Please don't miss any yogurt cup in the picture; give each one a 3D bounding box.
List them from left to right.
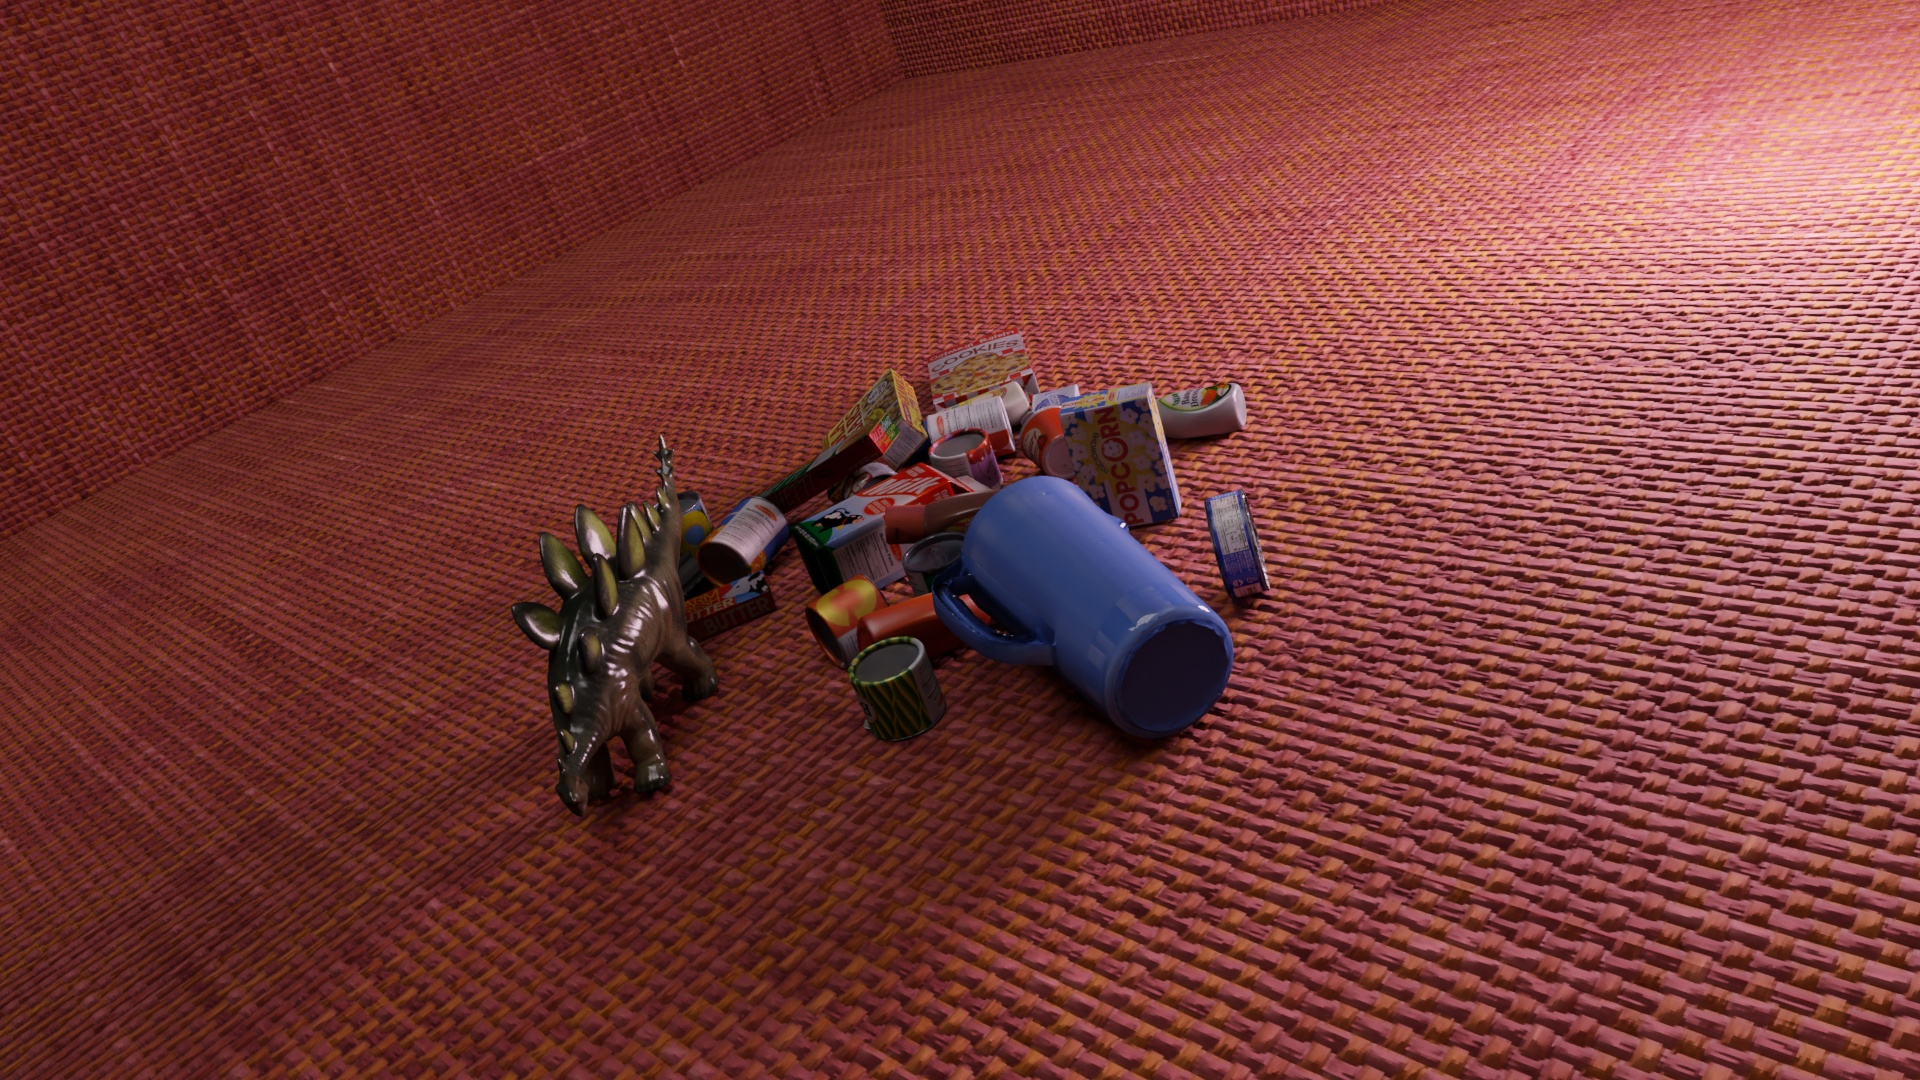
[{"bbox_3d":[0.100,-0.097,1.424,0.072,0.072,0.054,-22,35,-5],"label":"yogurt cup"}]

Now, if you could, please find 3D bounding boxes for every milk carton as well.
[{"bbox_3d":[-0.061,-0.015,1.363,0.191,0.073,0.072,-27,28,-16],"label":"milk carton"}]

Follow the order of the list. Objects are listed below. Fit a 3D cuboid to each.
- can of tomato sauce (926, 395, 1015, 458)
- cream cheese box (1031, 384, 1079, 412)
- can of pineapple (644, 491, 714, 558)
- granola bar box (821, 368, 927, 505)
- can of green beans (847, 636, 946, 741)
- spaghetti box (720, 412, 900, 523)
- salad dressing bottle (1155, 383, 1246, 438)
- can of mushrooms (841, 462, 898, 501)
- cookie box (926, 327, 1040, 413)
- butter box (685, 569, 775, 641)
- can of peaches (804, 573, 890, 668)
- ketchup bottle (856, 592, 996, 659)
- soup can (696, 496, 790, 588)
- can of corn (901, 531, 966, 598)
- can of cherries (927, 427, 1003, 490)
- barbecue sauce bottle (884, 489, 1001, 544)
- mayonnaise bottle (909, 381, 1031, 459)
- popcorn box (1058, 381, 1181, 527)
[{"bbox_3d":[0.012,-0.115,1.513,0.083,0.071,0.071,-16,27,7],"label":"can of tomato sauce"},{"bbox_3d":[0.106,-0.137,1.535,0.053,0.024,0.104,-13,28,12],"label":"cream cheese box"},{"bbox_3d":[-0.311,-0.013,1.542,0.071,0.057,0.071,-16,27,8],"label":"can of pineapple"},{"bbox_3d":[-0.099,-0.112,1.553,0.124,0.039,0.166,-45,23,13],"label":"granola bar box"},{"bbox_3d":[-0.052,0.119,1.125,0.071,0.057,0.071,-16,27,8],"label":"can of green beans"},{"bbox_3d":[-0.165,-0.062,1.476,0.249,0.028,0.050,-28,18,36],"label":"spaghetti box"},{"bbox_3d":[0.215,-0.128,1.423,0.147,0.043,0.064,-7,31,24],"label":"salad dressing bottle"},{"bbox_3d":[-0.088,-0.043,1.447,0.071,0.070,0.033,-28,29,-17],"label":"can of mushrooms"},{"bbox_3d":[0.025,-0.199,1.686,0.123,0.040,0.168,-17,27,4],"label":"cookie box"},{"bbox_3d":[-0.237,0.068,1.381,0.103,0.024,0.053,-23,26,-7],"label":"butter box"},{"bbox_3d":[-0.099,0.071,1.236,0.058,0.071,0.071,-32,29,-21],"label":"can of peaches"},{"bbox_3d":[-0.014,0.069,1.195,0.149,0.064,0.044,-20,50,-20],"label":"ketchup bottle"},{"bbox_3d":[-0.227,0.006,1.448,0.071,0.071,0.084,-3,32,29],"label":"soup can"},{"bbox_3d":[-0.011,0.032,1.259,0.071,0.058,0.071,-16,27,8],"label":"can of corn"},{"bbox_3d":[0.006,-0.079,1.455,0.071,0.058,0.072,-16,27,8],"label":"can of cherries"},{"bbox_3d":[0.005,-0.016,1.296,0.149,0.064,0.044,-1,37,1],"label":"barbecue sauce bottle"},{"bbox_3d":[0.004,-0.134,1.577,0.148,0.041,0.065,-21,27,-1],"label":"mayonnaise bottle"},{"bbox_3d":[0.148,-0.075,1.279,0.085,0.126,0.038,-10,24,18],"label":"popcorn box"}]
